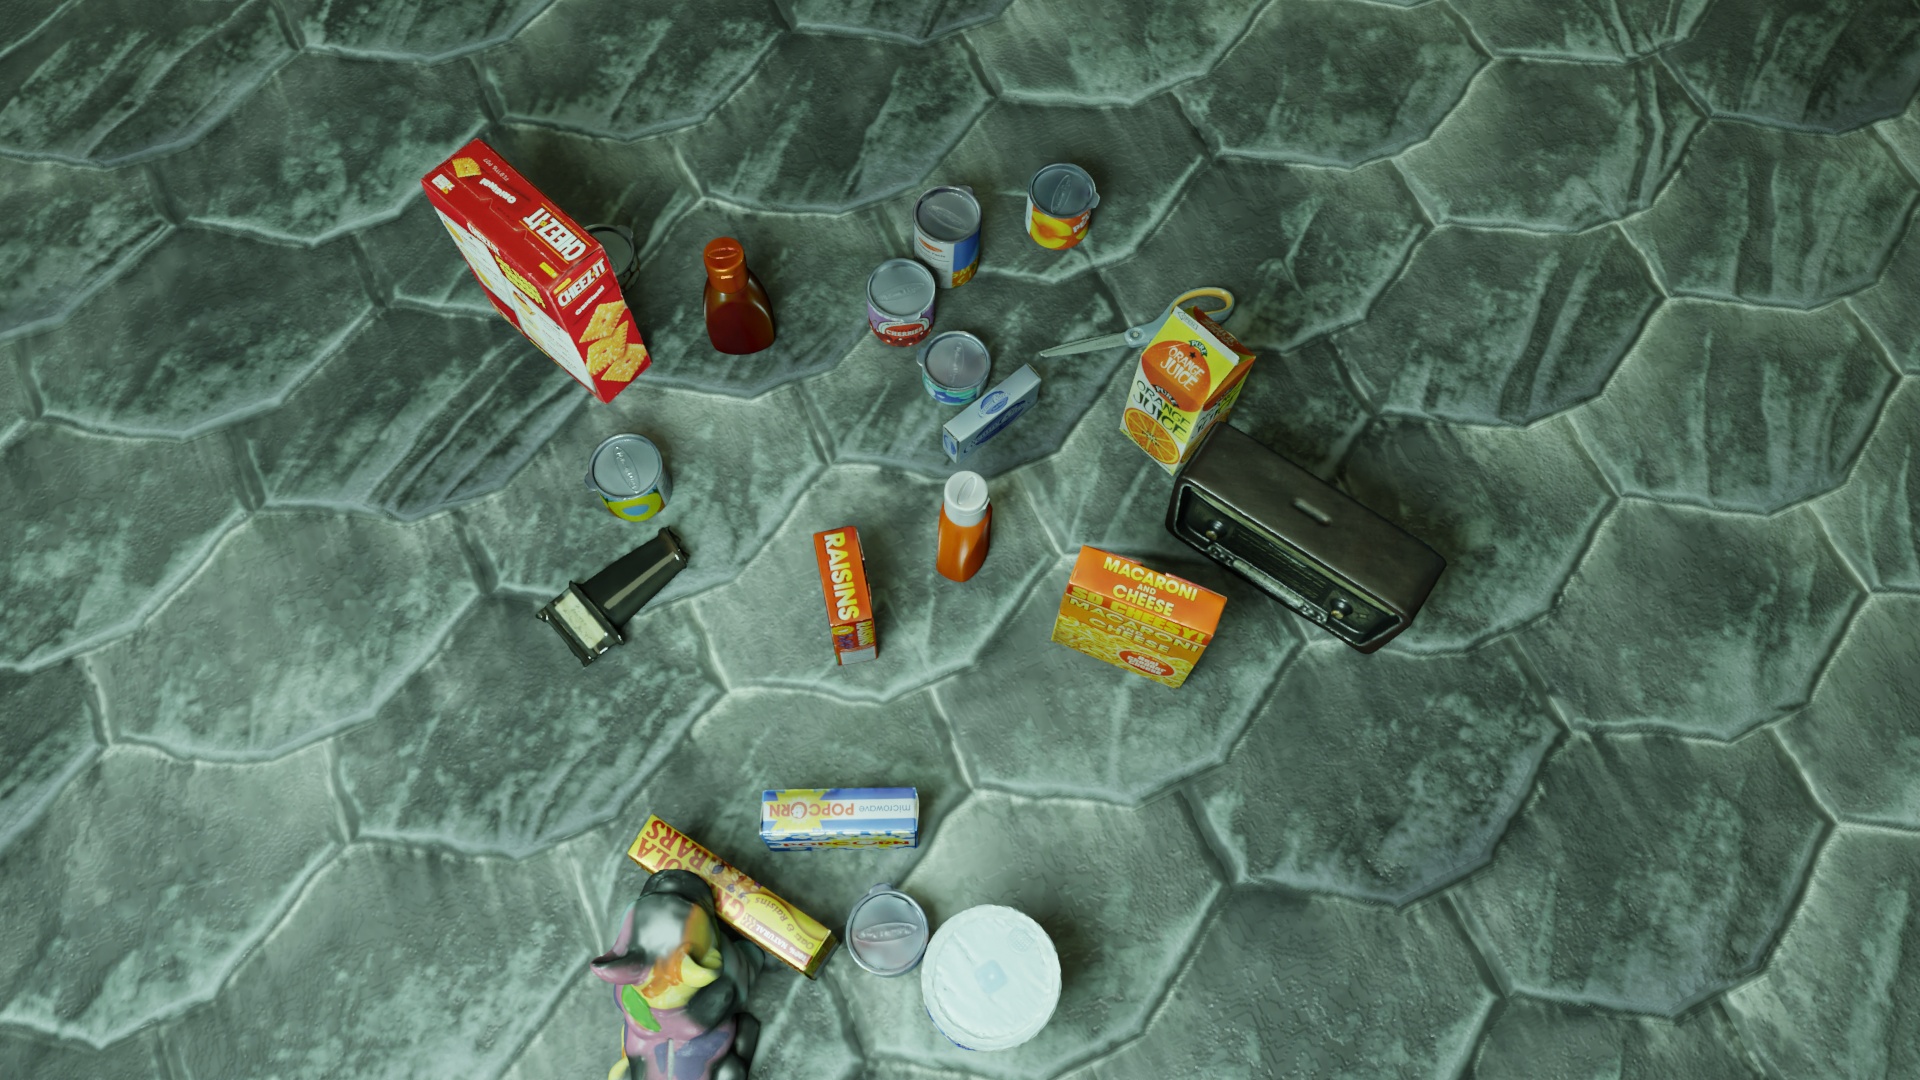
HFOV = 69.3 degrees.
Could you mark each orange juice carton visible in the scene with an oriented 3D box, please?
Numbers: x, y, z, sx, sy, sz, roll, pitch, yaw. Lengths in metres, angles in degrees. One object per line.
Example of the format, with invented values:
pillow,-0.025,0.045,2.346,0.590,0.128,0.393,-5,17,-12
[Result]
orange juice carton,0.203,-0.140,1.241,0.073,0.192,0.072,-43,76,-15

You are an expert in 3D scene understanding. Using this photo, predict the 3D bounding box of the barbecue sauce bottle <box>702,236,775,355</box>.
barbecue sauce bottle,-0.209,-0.225,1.286,0.065,0.148,0.044,-8,70,-4

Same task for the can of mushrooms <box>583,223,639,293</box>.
can of mushrooms,-0.348,-0.276,1.364,0.071,0.033,0.071,1,69,-1

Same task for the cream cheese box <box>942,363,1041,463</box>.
cream cheese box,0.029,-0.118,1.302,0.104,0.053,0.024,-38,75,-15

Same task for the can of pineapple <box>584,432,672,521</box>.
can of pineapple,-0.302,-0.057,1.266,0.071,0.057,0.071,1,69,-1

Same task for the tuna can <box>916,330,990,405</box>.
tuna can,-0.007,-0.165,1.330,0.071,0.032,0.071,1,69,-1

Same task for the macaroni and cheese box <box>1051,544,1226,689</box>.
macaroni and cheese box,0.146,0.066,1.173,0.124,0.166,0.040,20,70,6

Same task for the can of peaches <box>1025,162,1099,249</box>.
can of peaches,0.101,-0.332,1.385,0.071,0.058,0.071,1,69,-1

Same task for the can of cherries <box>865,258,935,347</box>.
can of cherries,-0.057,-0.226,1.339,0.071,0.058,0.072,1,69,-1

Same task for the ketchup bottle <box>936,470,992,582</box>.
ketchup bottle,0.004,-0.015,1.210,0.043,0.148,0.065,23,70,7

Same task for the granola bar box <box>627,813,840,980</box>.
granola bar box,-0.177,0.286,1.100,0.166,0.123,0.039,30,71,10

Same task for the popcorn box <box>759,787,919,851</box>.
popcorn box,-0.097,0.231,1.145,0.127,0.085,0.038,-1,69,-2

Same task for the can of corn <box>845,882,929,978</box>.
can of corn,-0.059,0.317,1.127,0.071,0.058,0.071,1,69,-1

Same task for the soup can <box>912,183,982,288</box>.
soup can,-0.011,-0.297,1.354,0.071,0.083,0.071,1,69,-1

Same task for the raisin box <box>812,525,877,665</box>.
raisin box,-0.098,0.050,1.195,0.040,0.123,0.086,-10,70,-5
